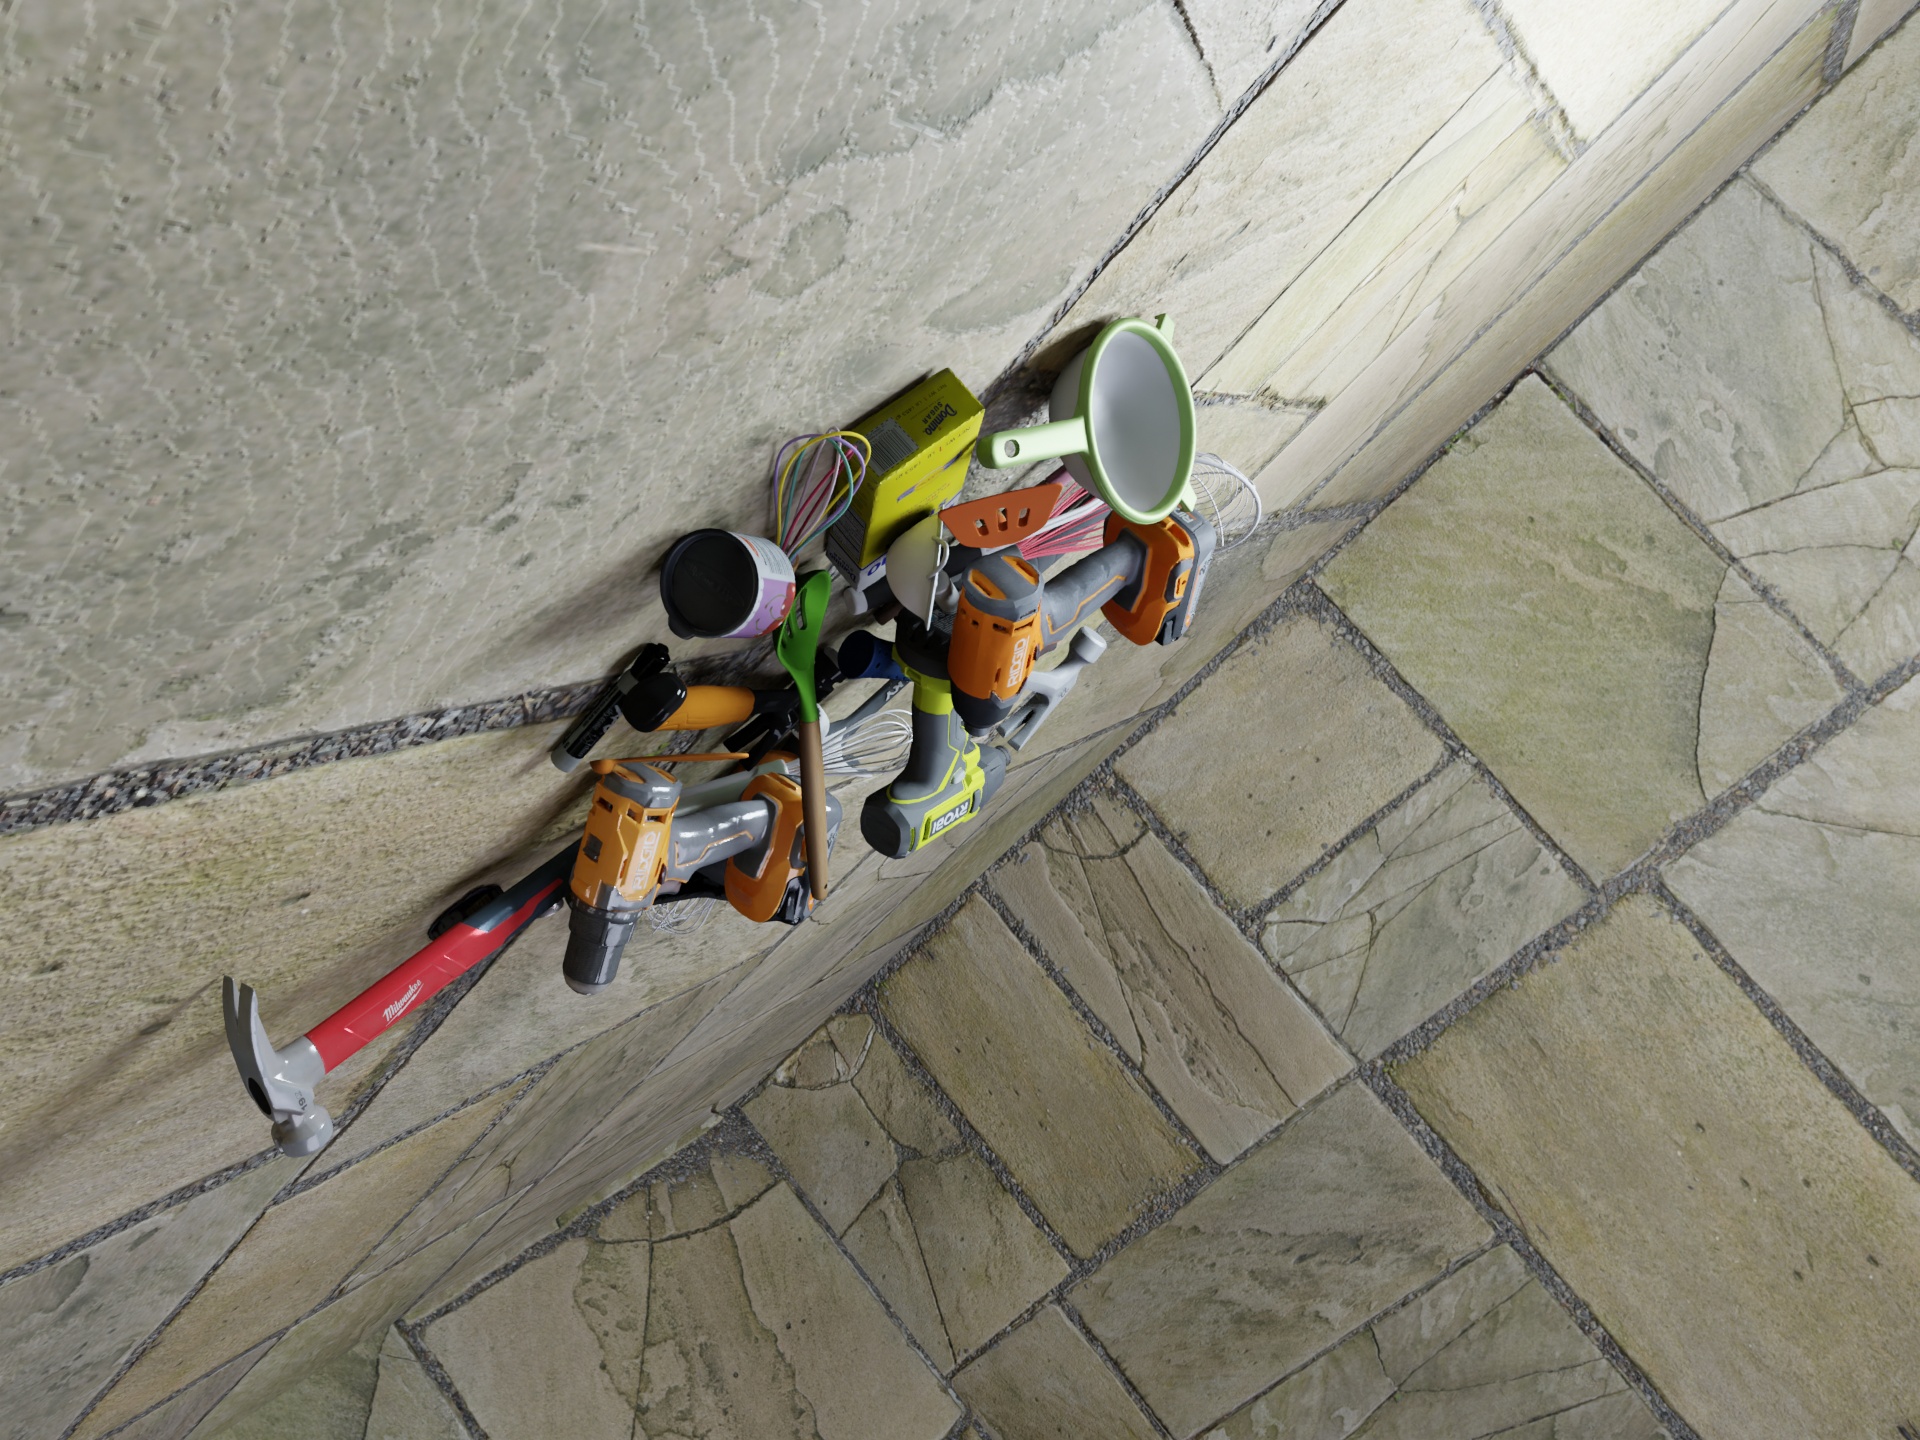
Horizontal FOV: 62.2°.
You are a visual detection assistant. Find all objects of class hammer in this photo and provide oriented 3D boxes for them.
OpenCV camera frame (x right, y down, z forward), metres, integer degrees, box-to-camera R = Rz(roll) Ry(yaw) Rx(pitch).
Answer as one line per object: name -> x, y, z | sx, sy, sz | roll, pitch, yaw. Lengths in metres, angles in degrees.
hammer -> -0.360, 0.146, 1.178 | 0.386, 0.038, 0.143 | -40, 134, -44
hammer -> -0.178, -0.007, 1.198 | 0.127, 0.034, 0.337 | -43, 173, 9
hammer -> 0.007, -0.040, 1.477 | 0.144, 0.035, 0.405 | -53, 156, 16
hammer -> 0.016, -0.097, 1.489 | 0.409, 0.036, 0.149 | -42, 154, -7

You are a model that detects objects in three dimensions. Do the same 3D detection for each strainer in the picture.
strainer -> -0.020, -0.101, 1.153 | 0.258, 0.050, 0.087 | 38, 59, -83
strainer -> 0.078, -0.207, 1.150 | 0.069, 0.151, 0.256 | 0, -165, 40

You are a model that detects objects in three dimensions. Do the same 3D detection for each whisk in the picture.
whisk -> 0.066, -0.156, 1.413 | 0.296, 0.073, 0.073 | -30, 166, -18
whisk -> -0.147, 0.043, 1.393 | 0.246, 0.059, 0.058 | -16, -155, -16
whisk -> -0.107, -0.117, 1.038 | 0.047, 0.051, 0.245 | -40, 174, -30
whisk -> -0.218, 0.108, 1.536 | 0.284, 0.070, 0.070 | -50, 166, 21

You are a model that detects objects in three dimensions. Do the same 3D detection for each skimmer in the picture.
skimmer -> 0.081, -0.137, 1.310 | 0.363, 0.090, 0.127 | -24, 157, -23

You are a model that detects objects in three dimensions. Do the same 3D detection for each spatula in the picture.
spatula -> 0.023, -0.152, 1.146 | 0.081, 0.041, 0.323 | -13, -169, 1

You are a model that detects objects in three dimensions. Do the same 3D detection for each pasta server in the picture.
pasta server -> 0.049, -0.186, 1.336 | 0.316, 0.040, 0.060 | -37, 170, 8

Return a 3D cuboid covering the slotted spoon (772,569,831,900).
slotted spoon -> -0.118, 0.019, 1.231 | 0.070, 0.031, 0.313 | -48, 147, -46

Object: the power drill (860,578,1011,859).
power drill -> -0.002, -0.004, 1.362 | 0.171, 0.080, 0.223 | -30, 142, -43

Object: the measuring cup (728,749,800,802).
measuring cup -> -0.213, 0.078, 1.452 | 0.173, 0.052, 0.095 | -13, 134, -9

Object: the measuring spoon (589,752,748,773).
measuring spoon -> -0.215, 0.032, 1.175 | 0.117, 0.011, 0.021 | -3, 173, -3

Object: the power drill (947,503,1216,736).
power drill -> 0.085, -0.079, 1.245 | 0.226, 0.084, 0.164 | -26, 145, -31

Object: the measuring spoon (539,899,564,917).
measuring spoon -> -0.382, 0.165, 1.303 | 0.124, 0.034, 0.018 | -25, 119, -38

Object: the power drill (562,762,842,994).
power drill -> -0.214, 0.127, 1.280 | 0.226, 0.084, 0.185 | 3, 109, -50
